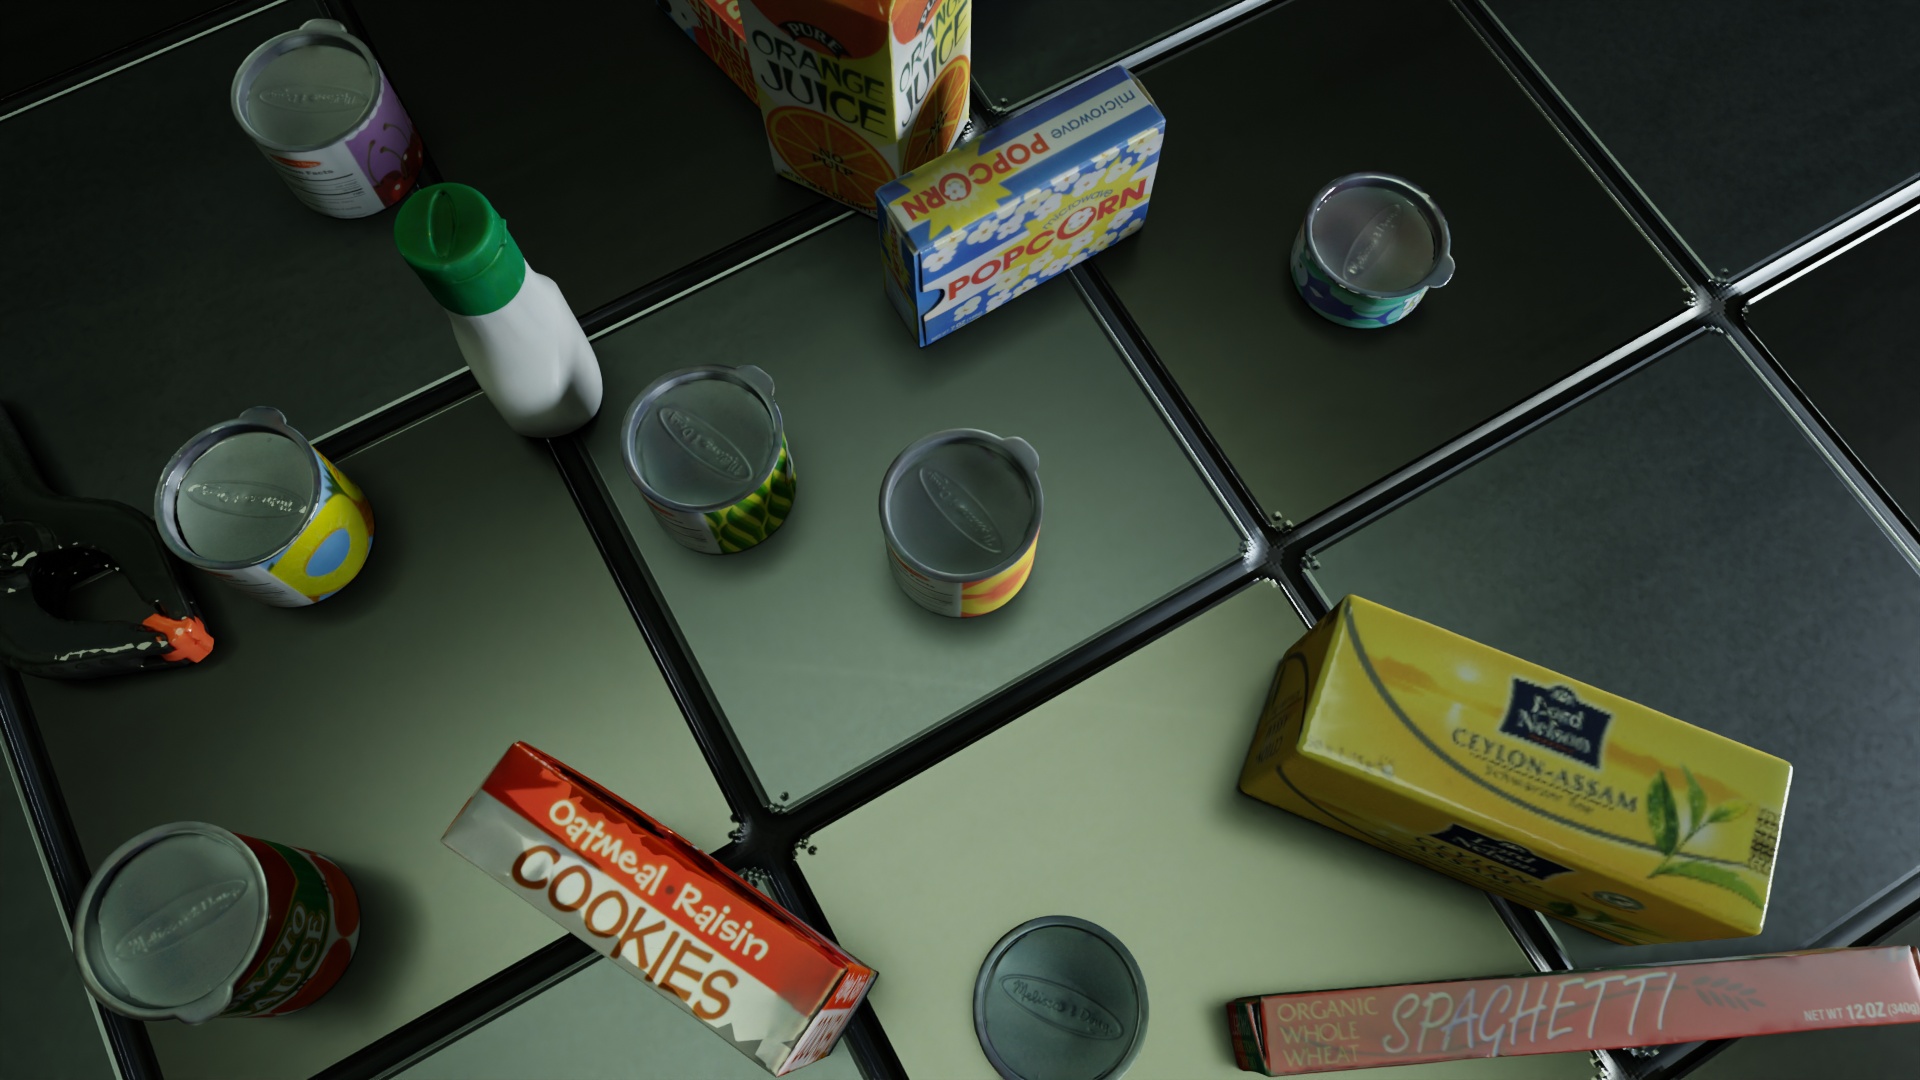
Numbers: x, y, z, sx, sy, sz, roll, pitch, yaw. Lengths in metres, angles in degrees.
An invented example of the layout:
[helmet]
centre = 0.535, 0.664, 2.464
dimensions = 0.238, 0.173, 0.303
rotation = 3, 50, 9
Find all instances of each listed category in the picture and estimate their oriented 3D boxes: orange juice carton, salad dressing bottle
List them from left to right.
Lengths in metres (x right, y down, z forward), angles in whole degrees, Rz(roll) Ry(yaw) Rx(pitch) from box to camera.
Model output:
[salad dressing bottle]
centre = -0.184, -0.090, 0.564
dimensions = 0.044, 0.147, 0.064
rotation = -7, 72, -3
[orange juice carton]
centre = -0.042, -0.221, 0.587
dimensions = 0.072, 0.192, 0.073
rotation = 26, 73, 8

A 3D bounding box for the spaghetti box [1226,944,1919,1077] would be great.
[spaghetti box]
centre = 0.229, 0.177, 0.526
dimensions = 0.250, 0.050, 0.029
rotation = -4, 71, -2

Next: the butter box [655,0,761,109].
[butter box]
centre = -0.112, -0.250, 0.670
dimensions = 0.024, 0.053, 0.103
rotation = -40, 76, -12

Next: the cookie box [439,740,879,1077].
[cookie box]
centre = -0.092, 0.129, 0.478
dimensions = 0.123, 0.167, 0.040
rotation = 31, 74, 10

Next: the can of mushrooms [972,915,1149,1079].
[can of mushrooms]
centre = 0.036, 0.181, 0.532
dimensions = 0.071, 0.033, 0.071
rotation = 0, 71, 0

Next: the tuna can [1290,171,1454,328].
[tuna can]
centre = 0.190, -0.132, 0.642
dimensions = 0.071, 0.032, 0.071
rotation = 0, 71, 0

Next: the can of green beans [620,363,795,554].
[can of green beans]
centre = -0.105, -0.033, 0.592
dimensions = 0.071, 0.057, 0.071
rotation = 0, 71, 0

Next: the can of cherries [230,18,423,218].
[can of cherries]
centre = -0.291, -0.195, 0.646
dimensions = 0.071, 0.058, 0.071
rotation = 0, 71, 0

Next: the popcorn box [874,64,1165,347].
[popcorn box]
centre = 0.026, -0.147, 0.618
dimensions = 0.127, 0.085, 0.038
rotation = -30, 74, -10

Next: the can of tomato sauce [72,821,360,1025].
[can of tomato sauce]
centre = -0.270, 0.144, 0.516
dimensions = 0.071, 0.083, 0.071
rotation = 0, 71, 0

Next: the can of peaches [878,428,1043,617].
[can of peaches]
centre = 0.002, -0.007, 0.584
dimensions = 0.071, 0.058, 0.071
rotation = 0, 71, 0

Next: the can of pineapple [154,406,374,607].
[can of pineapple]
centre = -0.289, -0.012, 0.583
dimensions = 0.071, 0.057, 0.071
rotation = 0, 71, 0
